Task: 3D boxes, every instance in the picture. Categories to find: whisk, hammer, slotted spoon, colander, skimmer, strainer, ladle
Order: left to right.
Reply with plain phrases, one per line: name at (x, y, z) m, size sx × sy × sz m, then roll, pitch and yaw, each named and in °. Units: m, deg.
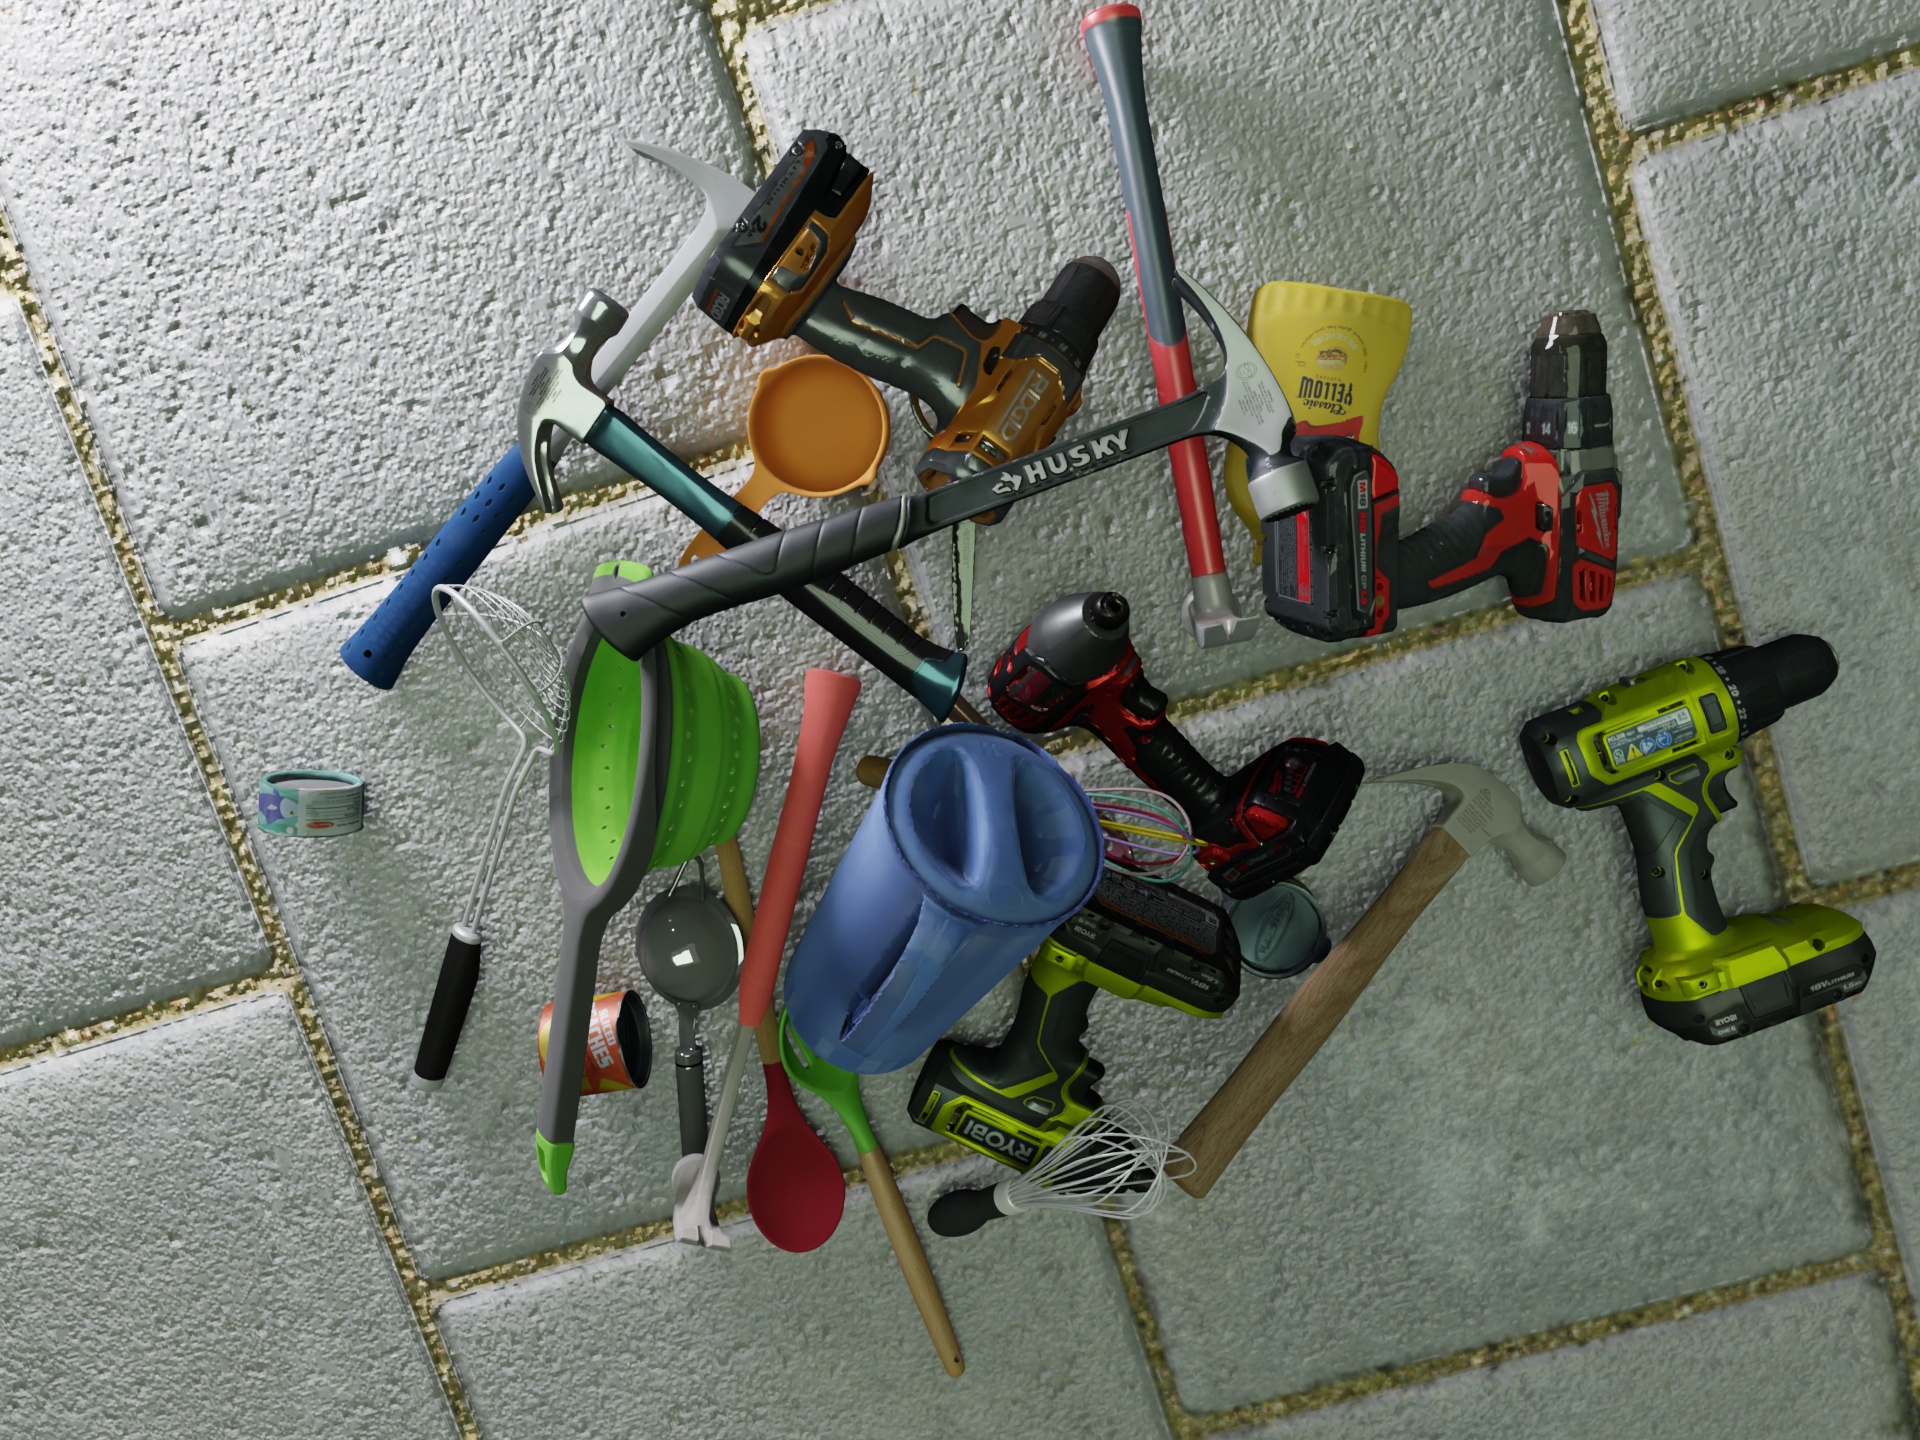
skimmer at (-0.333, 0.088, 1.037) m, size 0.127 × 0.090 × 0.363 m, roll 32°, pitch 109°, yaw 37°
hammer at (-0.267, -0.187, 1.025) m, size 0.144 × 0.035 × 0.405 m, roll 41°, pitch 99°, yaw -4°
colander at (-0.199, 0.102, 1.006) m, size 0.094 × 0.205 × 0.397 m, roll 6°, pitch 94°, yaw -29°
strainer at (-0.185, 0.221, 1.082) m, size 0.087 × 0.050 × 0.258 m, roll 4°, pitch 104°, yaw 23°
hammer at (-0.130, -0.114, 0.979) m, size 0.331 × 0.033 × 0.128 m, roll 37°, pitch 102°, yaw -2°
ladle at (-0.135, 0.208, 1.084) m, size 0.069 × 0.031 × 0.315 m, roll -10°, pitch 96°, yaw 4°
hammer at (-0.122, 0.143, 1.002) m, size 0.036 × 0.149 × 0.359 m, roll 15°, pitch 83°, yaw -11°
slotted spoon at (-0.056, 0.317, 1.091) m, size 0.031 × 0.070 × 0.313 m, roll -7°, pitch 107°, yaw 49°
hammer at (-0.017, -0.123, 0.890) m, size 0.409 × 0.036 × 0.149 m, roll -19°, pitch 87°, yaw 2°
whisk at (0.041, 0.055, 1.002) m, size 0.245 × 0.047 × 0.051 m, roll 11°, pitch 119°, yaw 29°
whisk at (0.051, 0.293, 0.997) m, size 0.070 × 0.070 × 0.284 m, roll 45°, pitch 142°, yaw -4°
hammer at (0.124, -0.235, 0.952) m, size 0.038 × 0.143 × 0.386 m, roll -10°, pitch 94°, yaw 5°
hammer at (0.237, 0.157, 0.991) m, size 0.130 × 0.031 × 0.331 m, roll 45°, pitch 75°, yaw -4°

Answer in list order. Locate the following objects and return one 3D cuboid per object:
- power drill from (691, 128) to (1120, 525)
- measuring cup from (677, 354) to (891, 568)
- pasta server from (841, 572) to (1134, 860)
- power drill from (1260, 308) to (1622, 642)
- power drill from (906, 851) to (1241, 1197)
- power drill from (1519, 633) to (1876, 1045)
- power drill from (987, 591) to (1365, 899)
power drill at (-0.021, -0.251, 0.952) m, size 0.226 × 0.084 × 0.185 m, roll 35°, pitch 74°, yaw -12°
measuring cup at (-0.116, -0.156, 1.014) m, size 0.095 × 0.052 × 0.173 m, roll 44°, pitch 101°, yaw -4°
pasta server at (-0.002, -0.003, 1.038) m, size 0.316 × 0.040 × 0.060 m, roll 46°, pitch 112°, yaw -3°
power drill at (0.296, -0.143, 0.947) m, size 0.226 × 0.080 × 0.188 m, roll -9°, pitch 105°, yaw -19°
power drill at (0.084, 0.207, 1.028) m, size 0.171 × 0.080 × 0.223 m, roll 25°, pitch 117°, yaw -1°
power drill at (0.482, 0.069, 1.002) m, size 0.190 × 0.080 × 0.228 m, roll -21°, pitch 95°, yaw 4°
power drill at (0.129, 0.007, 0.981) m, size 0.219 × 0.143 × 0.078 m, roll 37°, pitch 60°, yaw -3°
